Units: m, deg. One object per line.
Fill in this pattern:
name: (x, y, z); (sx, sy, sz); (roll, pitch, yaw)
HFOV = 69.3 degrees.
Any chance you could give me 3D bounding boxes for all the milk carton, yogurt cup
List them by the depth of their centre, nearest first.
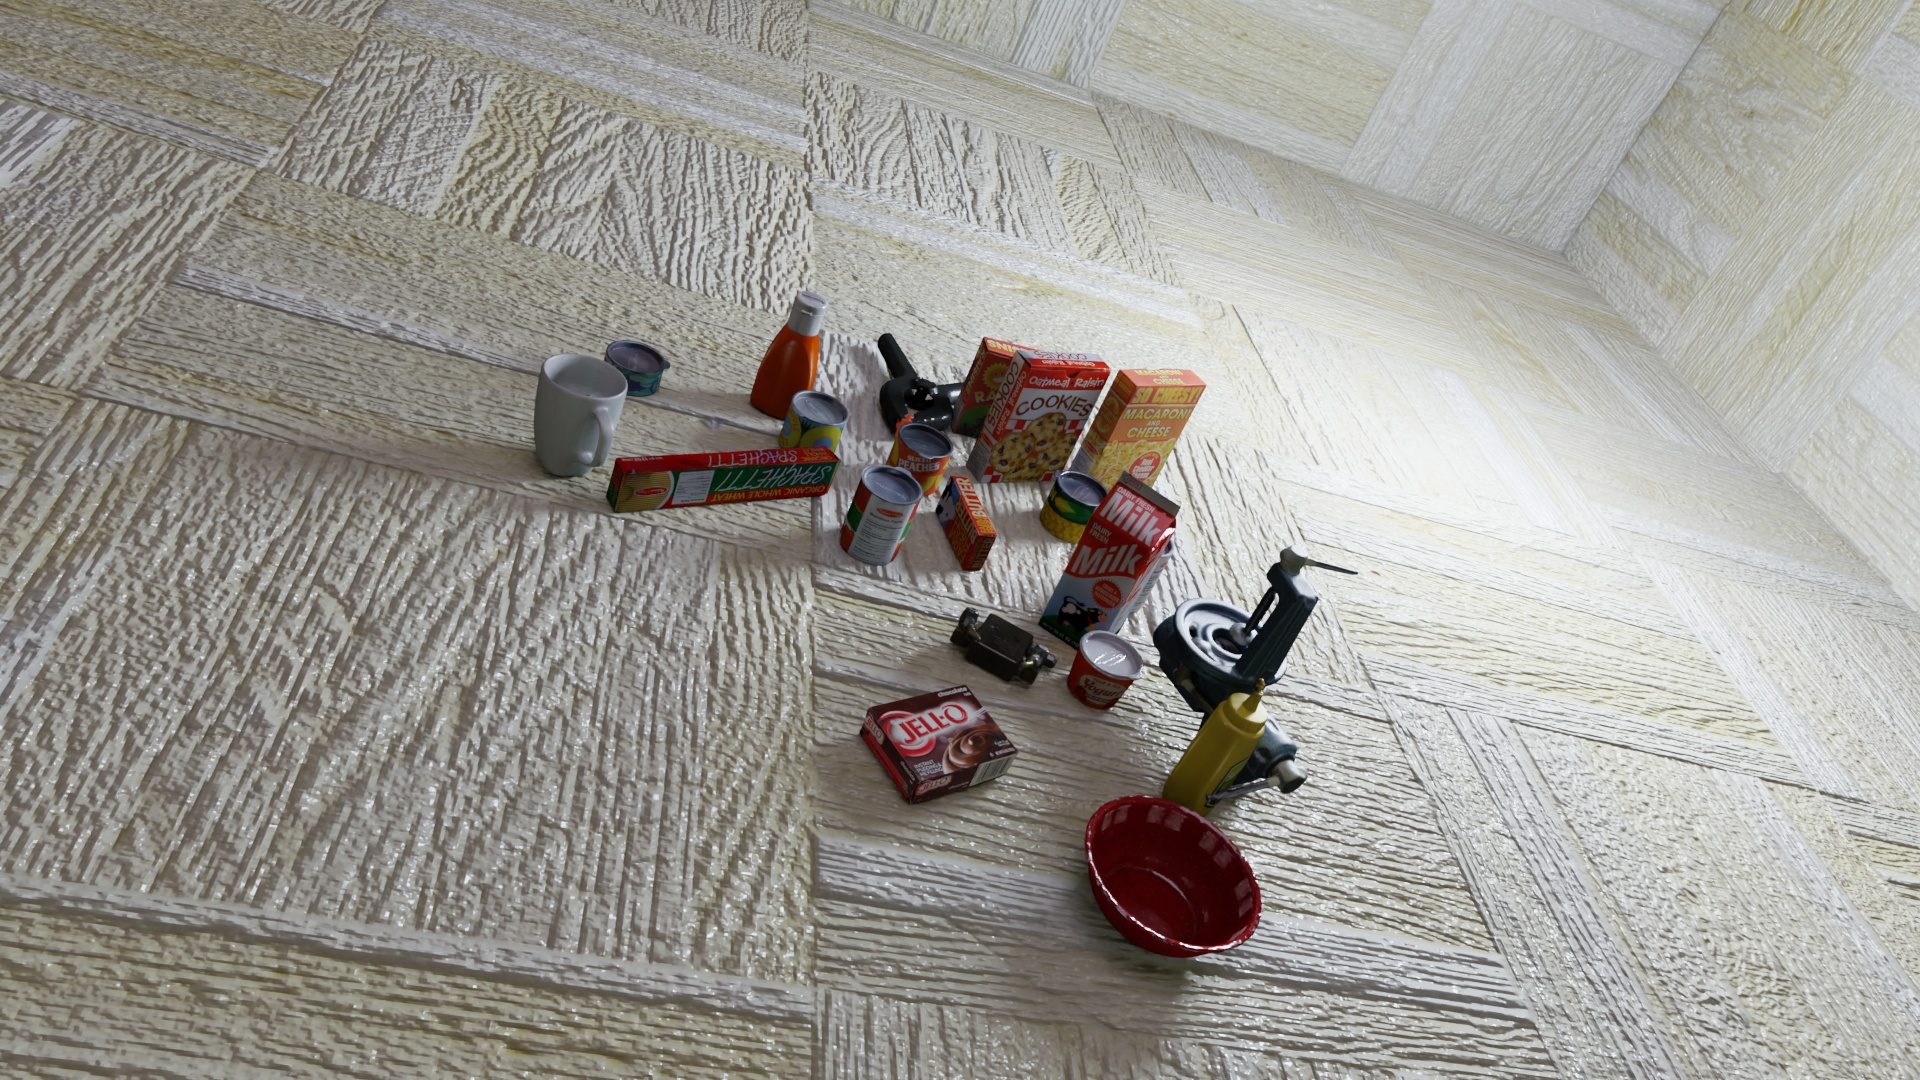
yogurt cup: (0.141, 0.131, 1.384); (0.072, 0.053, 0.073); (17, 33, -11)
milk carton: (0.157, 0.021, 1.425); (0.072, 0.189, 0.074); (34, 34, 14)

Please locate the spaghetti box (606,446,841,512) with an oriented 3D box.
spaghetti box: (-0.238, -0.064, 1.421); (0.251, 0.050, 0.029); (-7, 44, -39)

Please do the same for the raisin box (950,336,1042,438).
raisin box: (0.047, -0.182, 1.704); (0.086, 0.122, 0.040); (12, 34, -18)

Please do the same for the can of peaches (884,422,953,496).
can of peaches: (-0.049, -0.090, 1.572); (0.071, 0.057, 0.071); (17, 33, -11)

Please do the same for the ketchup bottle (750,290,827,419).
ketchup bottle: (-0.189, -0.209, 1.567); (0.065, 0.148, 0.044); (21, 33, -6)

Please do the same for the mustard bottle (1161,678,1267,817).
mustard bottle: (0.240, 0.188, 1.270); (0.049, 0.159, 0.065); (41, 36, 24)

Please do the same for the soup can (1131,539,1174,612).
soup can: (0.187, 0.026, 1.535); (0.071, 0.083, 0.072); (17, 33, -11)

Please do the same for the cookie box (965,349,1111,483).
cookie box: (0.092, -0.144, 1.639); (0.123, 0.166, 0.040); (-3, 42, -36)

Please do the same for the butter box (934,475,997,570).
butter box: (0.005, -0.019, 1.511); (0.024, 0.052, 0.104); (5, 37, -27)

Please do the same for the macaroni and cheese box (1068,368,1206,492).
macaroni and cheese box: (0.213, -0.133, 1.702); (0.124, 0.165, 0.040); (-5, 43, -38)

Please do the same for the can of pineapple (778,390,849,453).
can of pineapple: (-0.166, -0.126, 1.548); (0.071, 0.057, 0.071); (17, 33, -11)

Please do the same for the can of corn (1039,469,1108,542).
can of corn: (0.130, -0.041, 1.616); (0.071, 0.058, 0.071); (17, 33, -11)

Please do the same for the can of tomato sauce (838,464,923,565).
can of tomato sauce: (-0.083, -0.027, 1.438); (0.071, 0.082, 0.071); (17, 33, -11)

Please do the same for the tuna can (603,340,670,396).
tuna can: (-0.360, -0.190, 1.537); (0.071, 0.032, 0.071); (17, 33, -11)
